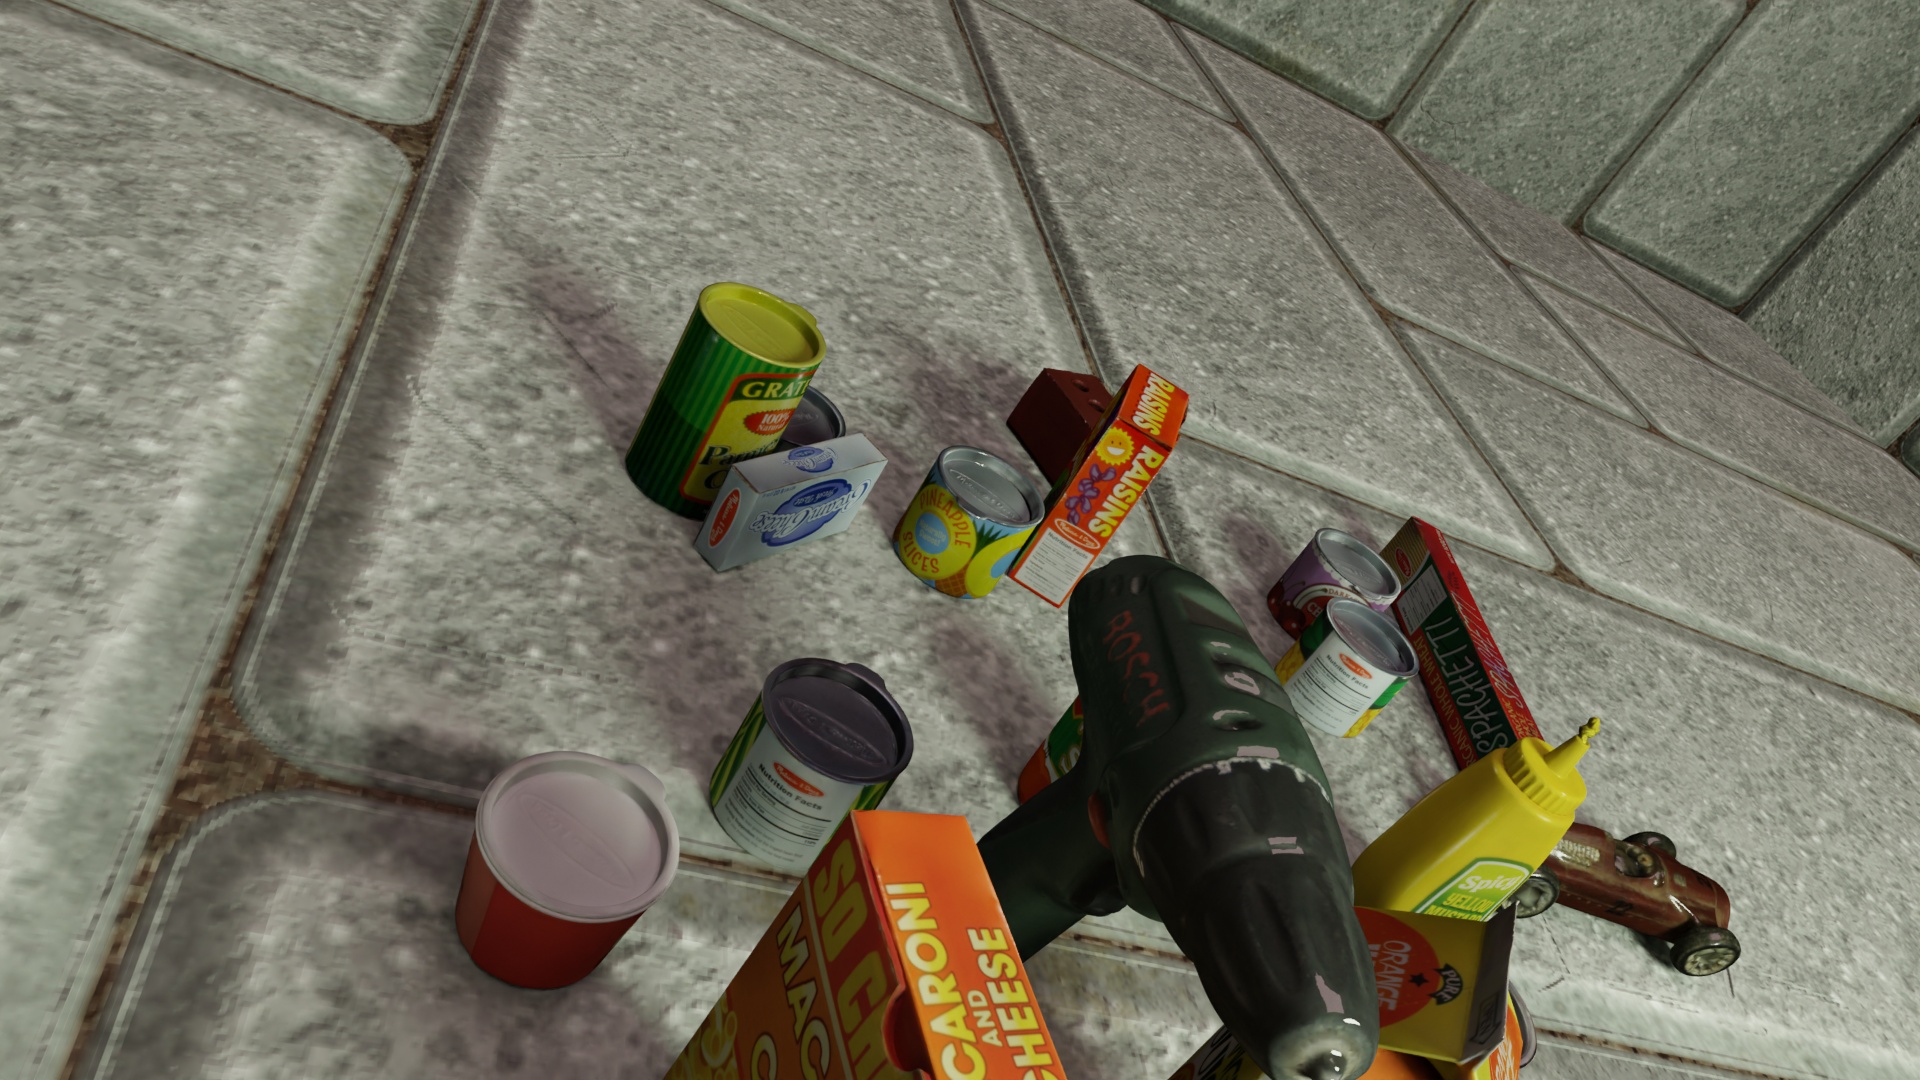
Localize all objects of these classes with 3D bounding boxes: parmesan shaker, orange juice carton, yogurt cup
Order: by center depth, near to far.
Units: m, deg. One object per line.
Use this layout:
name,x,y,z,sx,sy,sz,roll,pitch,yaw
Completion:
orange juice carton,0.116,0.192,0.452,0.073,0.191,0.072,38,31,9
yogurt cup,-0.136,0.114,0.470,0.072,0.053,0.073,23,32,-15
parmesan shaker,-0.117,-0.069,0.698,0.071,0.102,0.072,23,32,-15

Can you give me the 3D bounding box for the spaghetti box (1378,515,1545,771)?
spaghetti box,0.339,0.075,0.954,0.029,0.050,0.251,23,32,-16

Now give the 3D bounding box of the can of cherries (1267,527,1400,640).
can of cherries,0.246,0.036,0.919,0.071,0.058,0.072,23,32,-15

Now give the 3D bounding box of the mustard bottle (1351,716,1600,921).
mustard bottle,0.256,0.142,0.679,0.065,0.159,0.049,16,34,-26

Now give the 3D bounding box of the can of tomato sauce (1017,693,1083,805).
can of tomato sauce,0.074,0.102,0.647,0.071,0.082,0.071,23,32,-15

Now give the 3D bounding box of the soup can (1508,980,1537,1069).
soup can,0.187,0.214,0.590,0.071,0.083,0.072,23,32,-15

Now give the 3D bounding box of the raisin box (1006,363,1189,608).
raisin box,0.081,-0.032,0.803,0.040,0.122,0.086,32,31,-1

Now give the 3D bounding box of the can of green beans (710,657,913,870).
can of green beans,-0.061,0.091,0.566,0.071,0.057,0.071,23,32,-15

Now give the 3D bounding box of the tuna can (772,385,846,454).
tuna can,-0.102,-0.063,0.772,0.071,0.032,0.071,23,32,-15

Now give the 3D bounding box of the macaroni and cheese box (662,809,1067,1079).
macaroni and cheese box,-0.034,0.172,0.371,0.040,0.165,0.124,11,37,-33

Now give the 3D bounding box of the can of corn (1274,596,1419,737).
can of corn,0.237,0.077,0.852,0.071,0.058,0.071,23,32,-15

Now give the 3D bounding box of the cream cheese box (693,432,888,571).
cream cheese box,-0.085,-0.021,0.707,0.024,0.053,0.104,44,33,18

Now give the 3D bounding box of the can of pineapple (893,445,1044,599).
can of pineapple,0.003,-0.010,0.765,0.071,0.057,0.071,23,32,-15
